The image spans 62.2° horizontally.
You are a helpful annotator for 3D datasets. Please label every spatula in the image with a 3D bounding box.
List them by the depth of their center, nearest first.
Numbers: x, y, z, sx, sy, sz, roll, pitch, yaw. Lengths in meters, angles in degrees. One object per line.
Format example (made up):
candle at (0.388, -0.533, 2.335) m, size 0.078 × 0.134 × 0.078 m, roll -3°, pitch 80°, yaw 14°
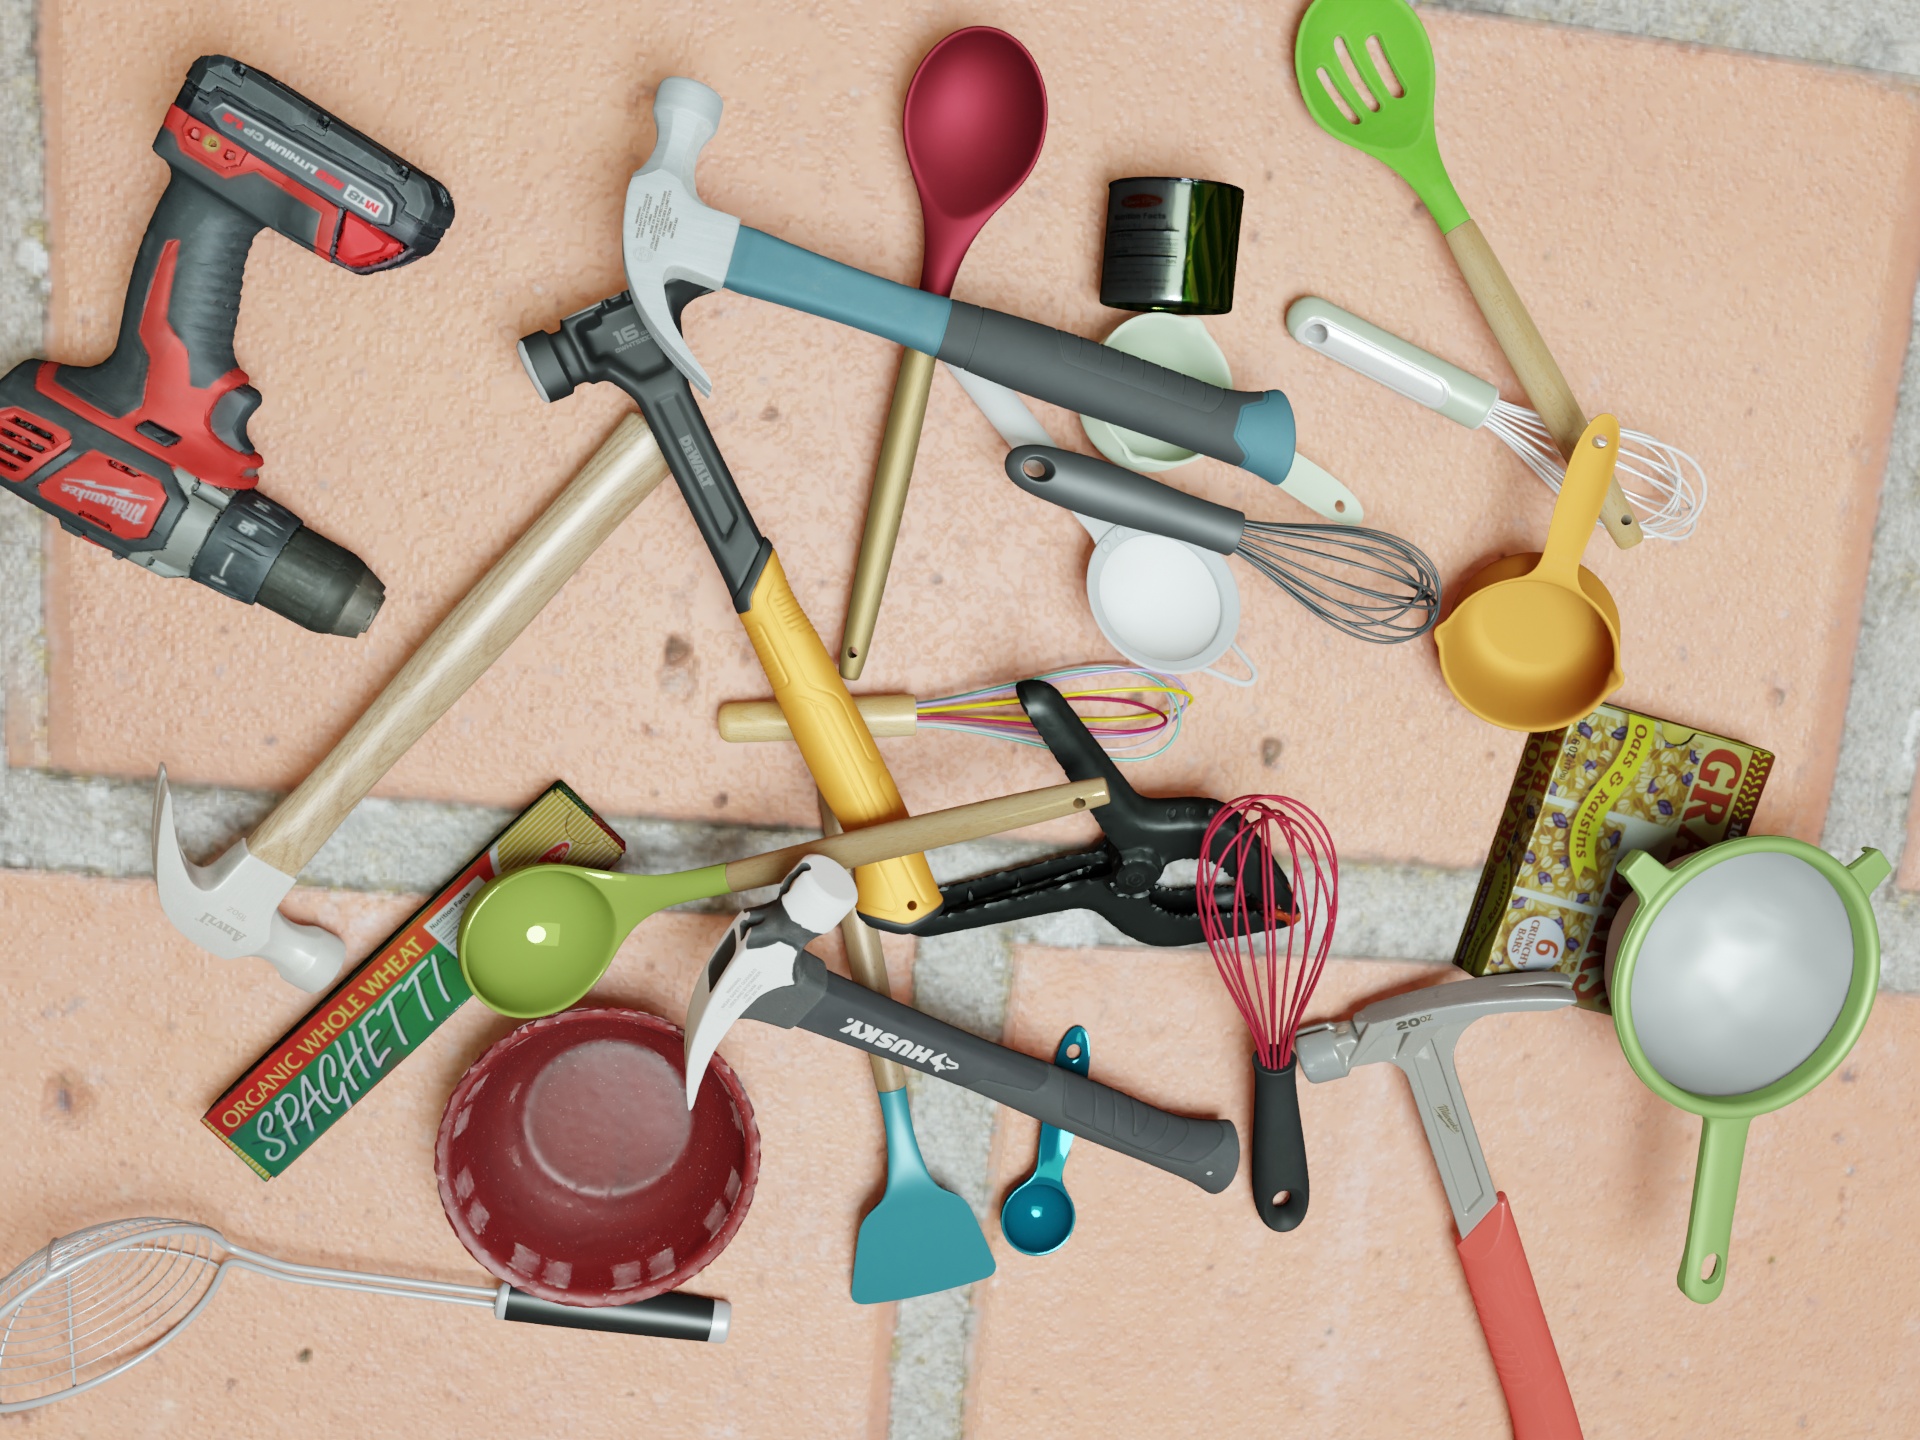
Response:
spatula at (-0.045, 0.169, 0.854) m, size 0.082 × 0.044 × 0.317 m, roll -11°, pitch 96°, yaw -5°

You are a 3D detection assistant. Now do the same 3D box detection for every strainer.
strainer at (0.058, -0.113, 0.808) m, size 0.087 × 0.050 × 0.258 m, roll -42°, pitch 97°, yaw -27°
strainer at (0.394, 0.178, 0.846) m, size 0.151 × 0.069 × 0.256 m, roll 0°, pitch 101°, yaw -11°

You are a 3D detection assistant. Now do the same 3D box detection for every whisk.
whisk at (0.133, -0.090, 0.788) m, size 0.239 × 0.055 × 0.055 m, roll 17°, pitch 97°, yaw -11°
whisk at (-0.001, -0.002, 0.821) m, size 0.245 × 0.047 × 0.051 m, roll -3°, pitch 102°, yaw -2°
whisk at (0.278, -0.158, 0.826) m, size 0.246 × 0.059 × 0.057 m, roll 25°, pitch 141°, yaw -6°
whisk at (0.164, 0.162, 0.831) m, size 0.073 × 0.073 × 0.295 m, roll -12°, pitch 121°, yaw -5°

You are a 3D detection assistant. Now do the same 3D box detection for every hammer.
hammer at (0.005, -0.179, 0.737) m, size 0.331 × 0.033 × 0.128 m, roll 16°, pitch 89°, yaw -12°
hammer at (-0.082, -0.051, 0.770) m, size 0.127 × 0.034 × 0.336 m, roll -26°, pitch 101°, yaw -9°
hammer at (-0.259, -0.020, 0.771) m, size 0.331 × 0.031 × 0.129 m, roll -49°, pitch 131°, yaw -3°
hammer at (0.015, 0.183, 0.812) m, size 0.334 × 0.035 × 0.146 m, roll 28°, pitch 117°, yaw -28°
hammer at (0.314, 0.311, 0.900) m, size 0.149 × 0.037 × 0.359 m, roll -17°, pitch 105°, yaw 18°

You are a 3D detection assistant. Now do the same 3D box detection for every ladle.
ladle at (-0.085, 0.075, 0.751) m, size 0.320 × 0.062 × 0.078 m, roll -14°, pitch 118°, yaw 9°
ladle at (-0.020, -0.171, 0.776) m, size 0.069 × 0.031 × 0.315 m, roll 15°, pitch 102°, yaw 7°

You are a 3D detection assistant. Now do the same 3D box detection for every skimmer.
skimmer at (-0.301, 0.317, 0.812) m, size 0.363 × 0.090 × 0.127 m, roll 11°, pitch 131°, yaw -12°

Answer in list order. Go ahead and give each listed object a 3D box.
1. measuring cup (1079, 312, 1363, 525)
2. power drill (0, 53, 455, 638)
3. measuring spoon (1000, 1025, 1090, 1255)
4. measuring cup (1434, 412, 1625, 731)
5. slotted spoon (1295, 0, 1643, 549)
measuring cup at (0.133, -0.142, 0.811) m, size 0.167 × 0.038 × 0.083 m, roll 29°, pitch 79°, yaw -18°
power drill at (-0.318, -0.162, 0.734) m, size 0.187 × 0.080 × 0.226 m, roll 30°, pitch 99°, yaw -18°
measuring spoon at (0.051, 0.231, 0.882) m, size 0.042 × 0.021 × 0.128 m, roll 13°, pitch 89°, yaw -10°
measuring cup at (0.303, -0.080, 0.808) m, size 0.095 × 0.052 × 0.173 m, roll 17°, pitch 122°, yaw 15°
slotted spoon at (0.259, -0.223, 0.796) m, size 0.070 × 0.031 × 0.314 m, roll -30°, pitch 92°, yaw -1°
